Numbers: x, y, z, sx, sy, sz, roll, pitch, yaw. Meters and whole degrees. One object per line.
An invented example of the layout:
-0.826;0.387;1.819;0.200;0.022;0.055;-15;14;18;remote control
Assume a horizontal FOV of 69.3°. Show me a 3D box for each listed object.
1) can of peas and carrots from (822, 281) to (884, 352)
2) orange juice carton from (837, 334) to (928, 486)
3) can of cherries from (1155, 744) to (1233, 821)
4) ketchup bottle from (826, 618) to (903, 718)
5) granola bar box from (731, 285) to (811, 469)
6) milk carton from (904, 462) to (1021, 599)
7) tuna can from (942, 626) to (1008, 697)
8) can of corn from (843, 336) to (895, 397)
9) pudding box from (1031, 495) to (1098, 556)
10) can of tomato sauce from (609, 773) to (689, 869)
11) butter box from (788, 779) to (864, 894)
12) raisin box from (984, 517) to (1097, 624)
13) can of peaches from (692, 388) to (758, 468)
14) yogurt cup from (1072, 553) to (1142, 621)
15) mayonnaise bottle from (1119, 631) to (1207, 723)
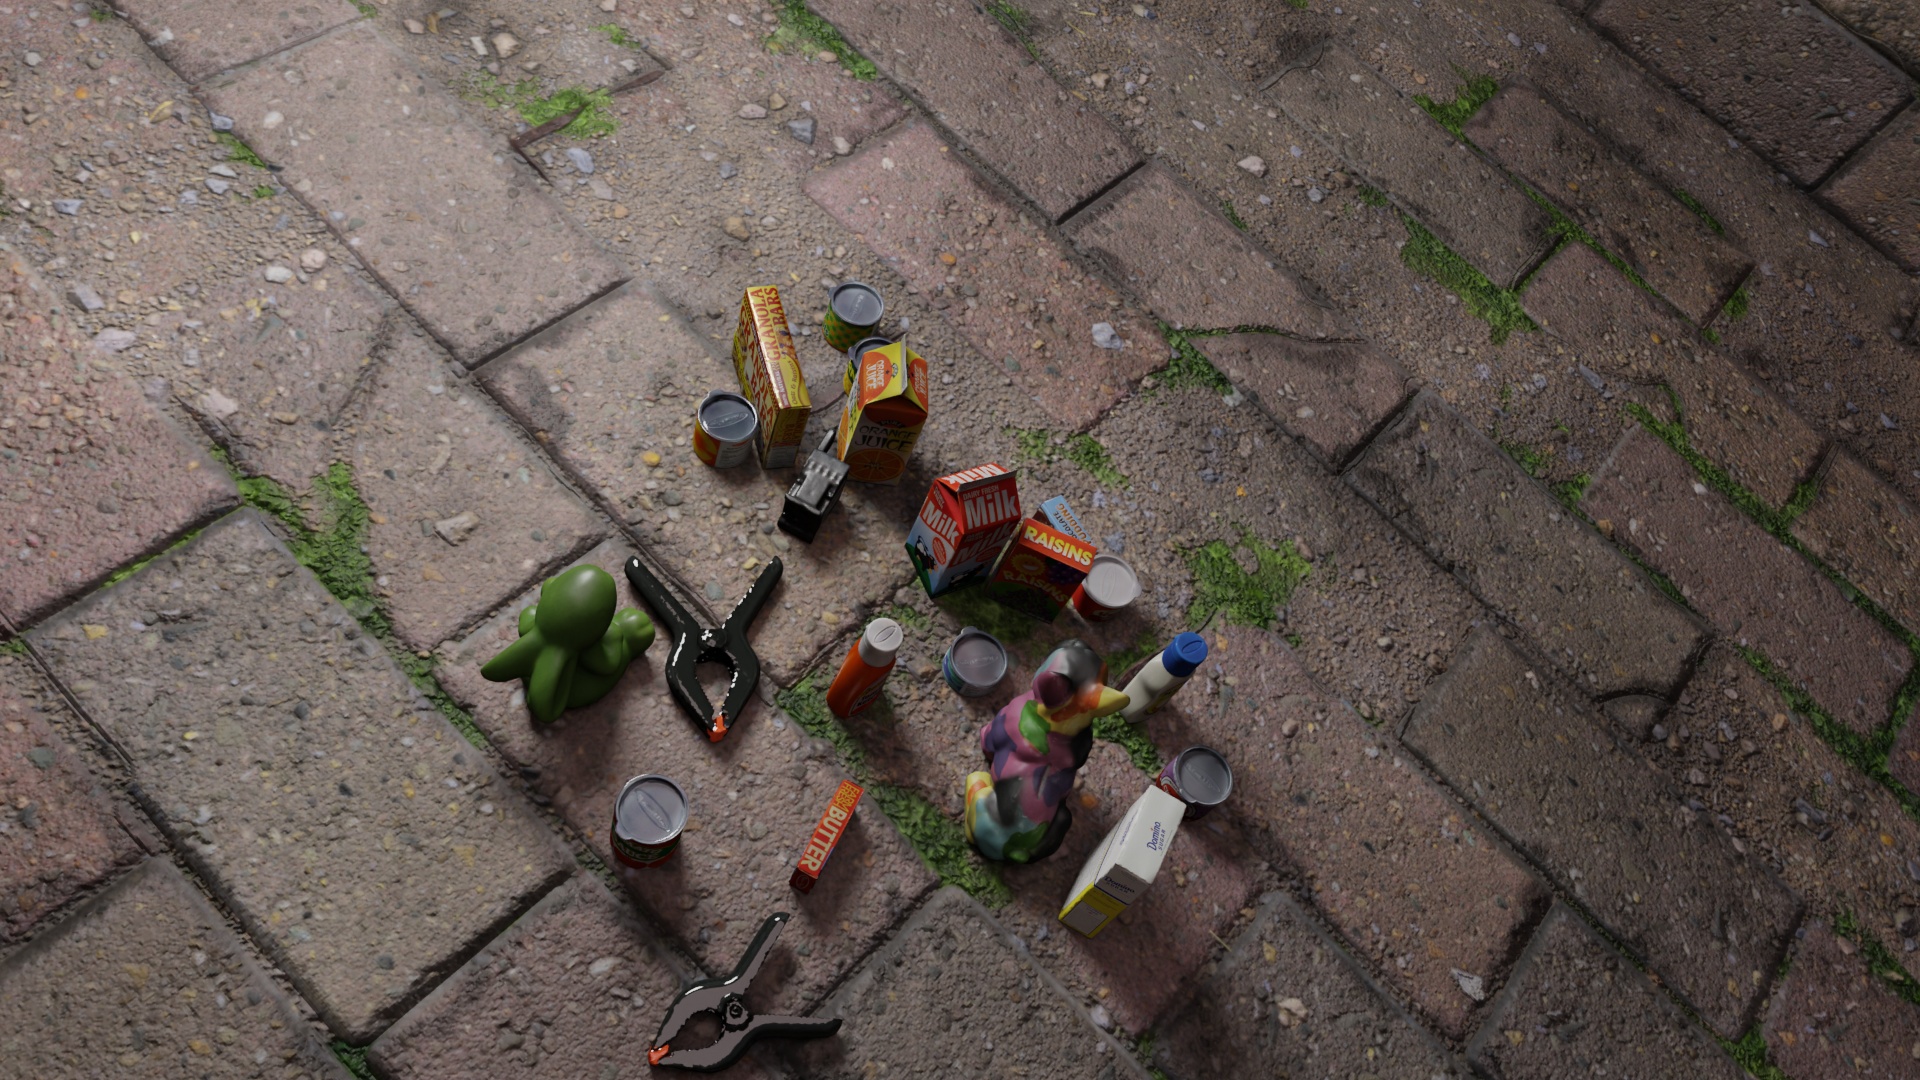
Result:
-0.131;-0.268;1.666;0.071;0.058;0.071;8;58;-13;can of peas and carrots
-0.083;-0.142;1.526;0.073;0.191;0.072;7;59;-14;orange juice carton
0.245;0.259;1.473;0.071;0.058;0.072;8;58;-13;can of cherries
-0.093;0.125;1.390;0.065;0.148;0.043;-36;76;-31;ketchup bottle
-0.214;-0.181;1.548;0.039;0.123;0.166;-8;63;-22;granola bar box
0.005;-0.019;1.482;0.072;0.189;0.073;-16;67;-25;milk carton
0.015;0.131;1.491;0.071;0.032;0.071;8;58;-13;tuna can
-0.103;-0.197;1.633;0.071;0.058;0.071;8;58;-13;can of corn
0.118;-0.004;1.595;0.030;0.049;0.084;-22;69;-28;pudding box
-0.290;0.263;1.284;0.071;0.082;0.071;8;58;-13;can of tomato sauce
-0.129;0.285;1.340;0.024;0.053;0.104;29;56;0;butter box
0.087;0.034;1.518;0.086;0.122;0.040;24;56;-3;raisin box
-0.262;-0.124;1.538;0.071;0.057;0.071;8;58;-13;can of peaches
0.160;0.056;1.570;0.072;0.053;0.073;8;58;-13;yogurt cup
0.217;0.145;1.478;0.065;0.147;0.041;-23;70;-28;mayonnaise bottle
